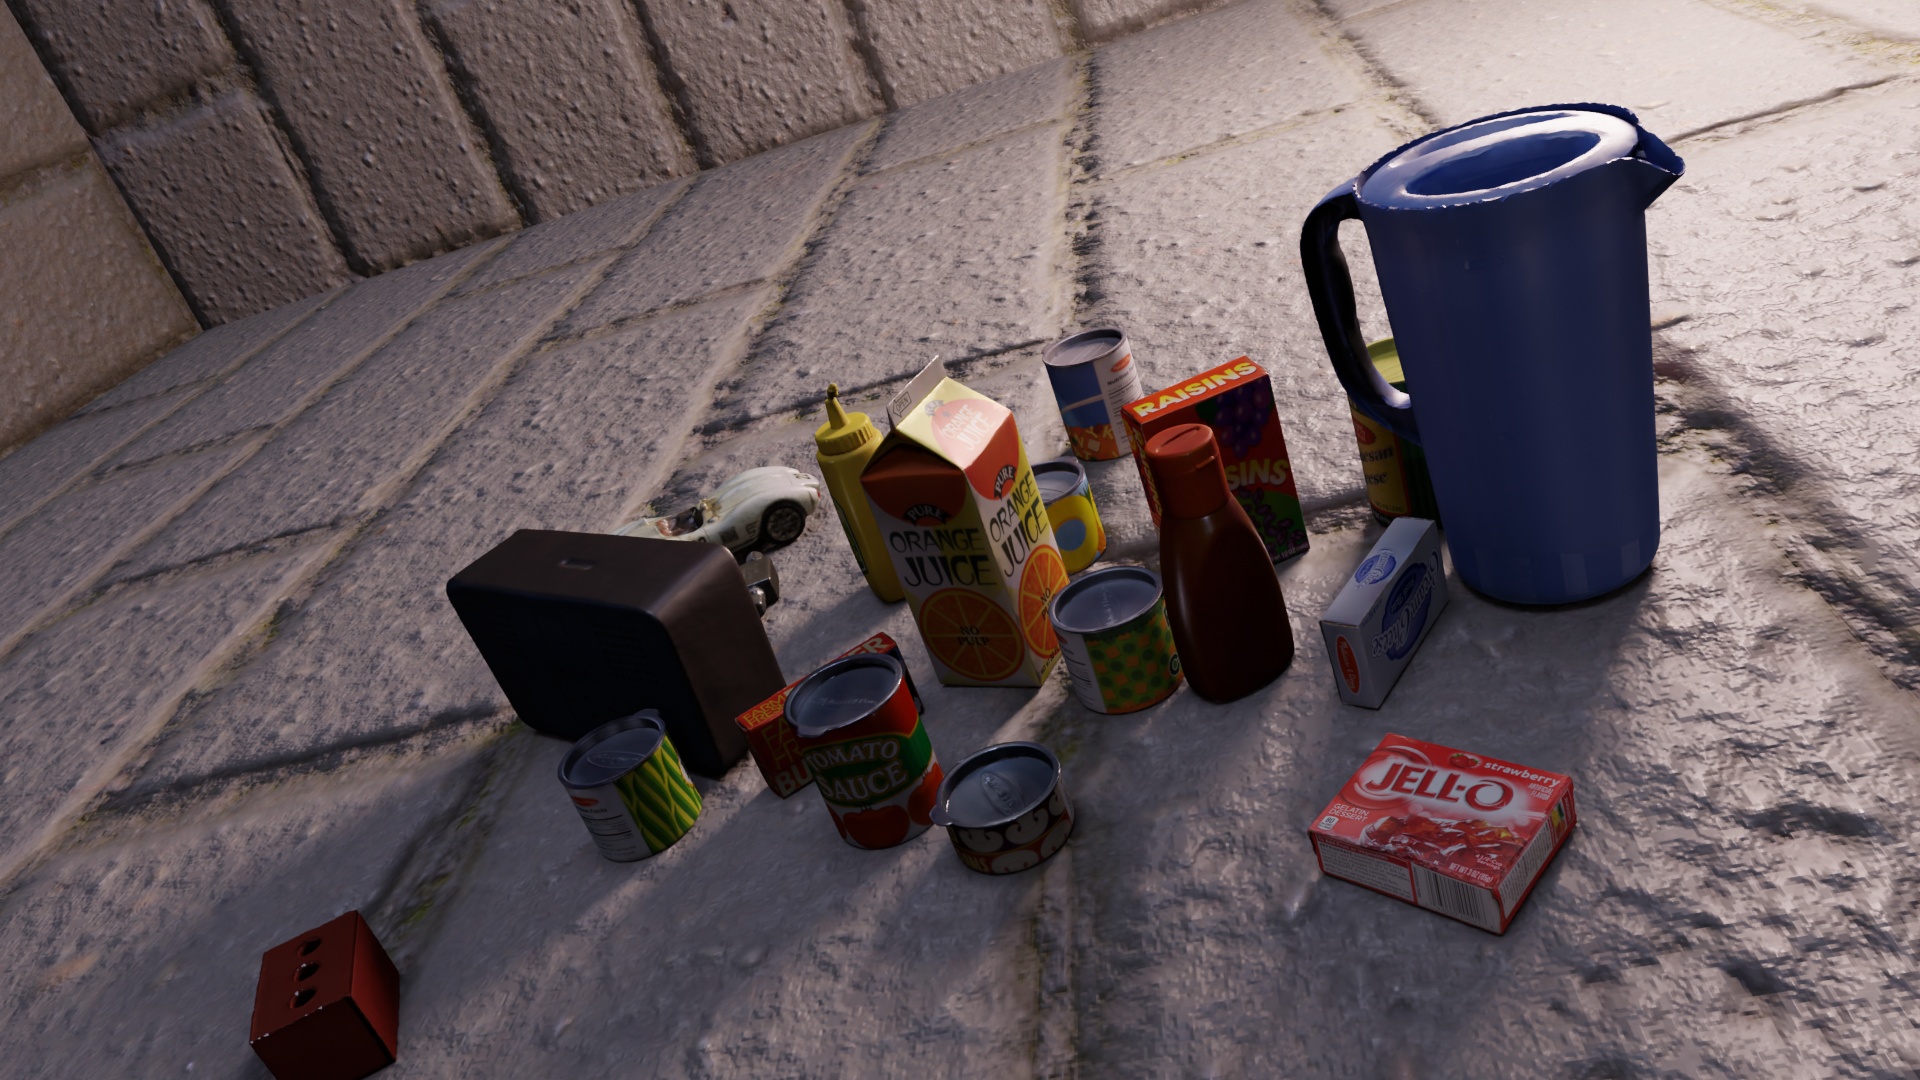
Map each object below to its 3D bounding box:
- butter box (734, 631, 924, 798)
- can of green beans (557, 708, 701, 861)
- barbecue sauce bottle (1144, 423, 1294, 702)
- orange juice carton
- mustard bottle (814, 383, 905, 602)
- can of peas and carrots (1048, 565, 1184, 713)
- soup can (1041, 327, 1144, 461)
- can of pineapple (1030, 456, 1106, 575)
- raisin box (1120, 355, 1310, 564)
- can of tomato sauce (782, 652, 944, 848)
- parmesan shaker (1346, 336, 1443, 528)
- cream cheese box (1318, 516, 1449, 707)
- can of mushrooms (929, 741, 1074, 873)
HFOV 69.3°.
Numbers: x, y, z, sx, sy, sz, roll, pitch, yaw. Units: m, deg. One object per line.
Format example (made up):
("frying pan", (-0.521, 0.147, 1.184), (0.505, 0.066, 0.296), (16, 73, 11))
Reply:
("butter box", (-0.076, 0.102, 0.818), (0.104, 0.053, 0.024), (-30, 27, -19))
("can of green beans", (-0.192, 0.144, 0.813), (0.071, 0.057, 0.071), (-16, 26, 8))
("barbecue sauce bottle", (0.134, 0.011, 0.740), (0.065, 0.148, 0.044), (-30, 28, -19))
("orange juice carton", (0.003, -0.010, 0.821), (0.073, 0.192, 0.072), (-3, 31, 31))
("mustard bottle", (-0.066, -0.036, 0.955), (0.049, 0.159, 0.065), (-24, 26, -8))
("can of peas and carrots", (0.091, 0.055, 0.786), (0.071, 0.058, 0.071), (-16, 26, 8))
("soup can", (0.104, -0.113, 1.070), (0.071, 0.083, 0.072), (-16, 26, 8))
("can of pineapple", (0.062, -0.015, 0.942), (0.071, 0.057, 0.071), (-16, 26, 8))
("raisin box", (0.156, -0.038, 0.847), (0.086, 0.123, 0.040), (-22, 26, -4))
("can of tomato sauce", (-0.050, 0.114, 0.744), (0.071, 0.082, 0.071), (-16, 26, 8))
("parmesan shaker", (0.273, -0.063, 0.837), (0.071, 0.102, 0.071), (-16, 26, 8))
("cream cheese box", (0.226, 0.037, 0.734), (0.024, 0.053, 0.104), (5, 35, 41))
("can of mushrooms", (0.021, 0.136, 0.708), (0.071, 0.033, 0.071), (-16, 26, 8))
